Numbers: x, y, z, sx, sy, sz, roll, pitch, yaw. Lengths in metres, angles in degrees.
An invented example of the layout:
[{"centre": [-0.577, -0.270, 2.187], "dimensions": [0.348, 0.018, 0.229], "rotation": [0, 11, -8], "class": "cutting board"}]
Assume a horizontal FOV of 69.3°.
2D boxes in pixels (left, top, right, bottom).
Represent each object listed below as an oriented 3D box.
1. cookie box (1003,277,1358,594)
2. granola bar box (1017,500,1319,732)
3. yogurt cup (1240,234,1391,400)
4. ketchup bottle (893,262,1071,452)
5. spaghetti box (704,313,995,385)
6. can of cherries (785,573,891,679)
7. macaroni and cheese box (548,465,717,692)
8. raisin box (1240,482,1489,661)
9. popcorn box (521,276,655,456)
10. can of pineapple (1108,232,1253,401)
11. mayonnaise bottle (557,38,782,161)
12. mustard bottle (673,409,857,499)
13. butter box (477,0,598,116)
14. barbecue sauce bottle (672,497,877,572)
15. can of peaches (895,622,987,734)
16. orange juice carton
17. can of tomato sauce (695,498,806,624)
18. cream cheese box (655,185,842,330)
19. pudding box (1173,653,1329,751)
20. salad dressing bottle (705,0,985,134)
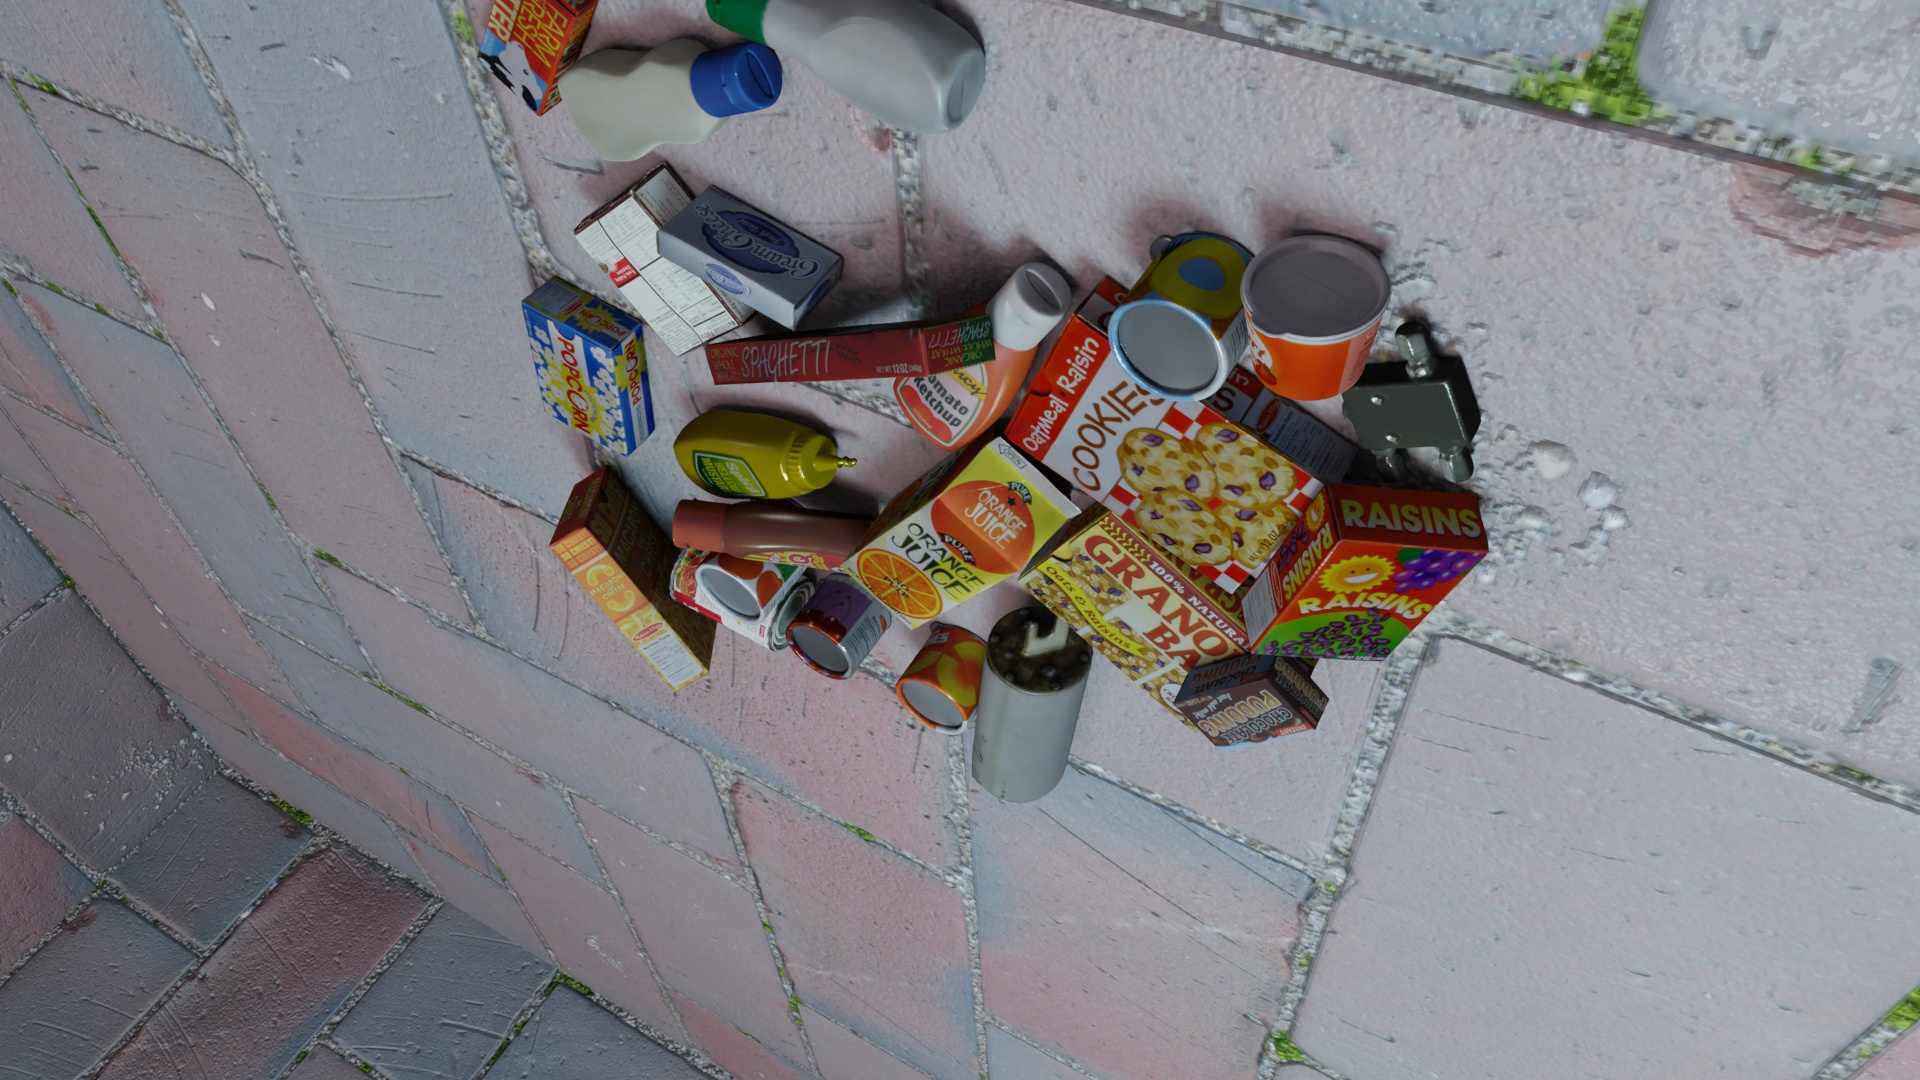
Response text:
[{"centre": [0.118, -0.056, 0.787], "dimensions": [0.167, 0.040, 0.122], "rotation": [35, 147, 3], "class": "cookie box"}, {"centre": [0.133, 0.046, 0.899], "dimensions": [0.165, 0.039, 0.123], "rotation": [41, 146, -6], "class": "granola bar box"}, {"centre": [0.168, -0.104, 0.664], "dimensions": [0.072, 0.073, 0.053], "rotation": [21, 151, 22], "class": "yogurt cup"}, {"centre": [0.014, -0.109, 0.814], "dimensions": [0.065, 0.044, 0.148], "rotation": [49, 145, 0], "class": "ketchup bottle"}, {"centre": [-0.075, -0.114, 0.845], "dimensions": [0.250, 0.050, 0.028], "rotation": [6, 109, 52], "class": "spaghetti box"}, {"centre": [-0.101, 0.070, 1.124], "dimensions": [0.071, 0.059, 0.071], "rotation": [24, 144, 18], "class": "can of cherries"}, {"centre": [-0.272, 0.030, 1.183], "dimensions": [0.040, 0.124, 0.166], "rotation": [-30, 115, 10], "class": "macaroni and cheese box"}, {"centre": [0.217, 0.019, 0.757], "dimensions": [0.086, 0.040, 0.122], "rotation": [5, 147, -10], "class": "raisin box"}, {"centre": [-0.284, -0.131, 1.066], "dimensions": [0.085, 0.038, 0.126], "rotation": [29, 146, 14], "class": "popcorn box"}, {"centre": [0.114, -0.113, 0.705], "dimensions": [0.071, 0.058, 0.070], "rotation": [24, 145, 19], "class": "can of pineapple"}, {"centre": [-0.167, -0.258, 0.803], "dimensions": [0.148, 0.041, 0.064], "rotation": [4, 136, 38], "class": "mayonnaise bottle"}, {"centre": [-0.138, -0.060, 1.008], "dimensions": [0.160, 0.049, 0.065], "rotation": [5, 139, 39], "class": "mustard bottle"}, {"centre": [-0.256, -0.308, 0.839], "dimensions": [0.053, 0.024, 0.103], "rotation": [43, 146, -8], "class": "butter box"}, {"centre": [-0.135, -0.005, 1.026], "dimensions": [0.148, 0.044, 0.064], "rotation": [7, 168, 3], "class": "barbecue sauce bottle"}, {"centre": [-0.011, 0.108, 1.089], "dimensions": [0.071, 0.058, 0.071], "rotation": [24, 145, 18], "class": "can of peaches"}, {"centre": [0.003, -0.011, 0.915], "dimensions": [0.072, 0.073, 0.192], "rotation": [43, 147, -10], "class": "orange juice carton"}, {"centre": [-0.158, 0.013, 1.085], "dimensions": [0.071, 0.083, 0.070], "rotation": [24, 144, 18], "class": "can of tomato sauce"}, {"centre": [-0.130, -0.175, 0.857], "dimensions": [0.104, 0.053, 0.024], "rotation": [30, 148, 10], "class": "cream cheese box"}, {"centre": [0.179, 0.099, 0.857], "dimensions": [0.049, 0.030, 0.083], "rotation": [45, 145, -14], "class": "pudding box"}, {"centre": [-0.061, -0.256, 0.707], "dimensions": [0.148, 0.044, 0.064], "rotation": [28, 147, 15], "class": "salad dressing bottle"}]
